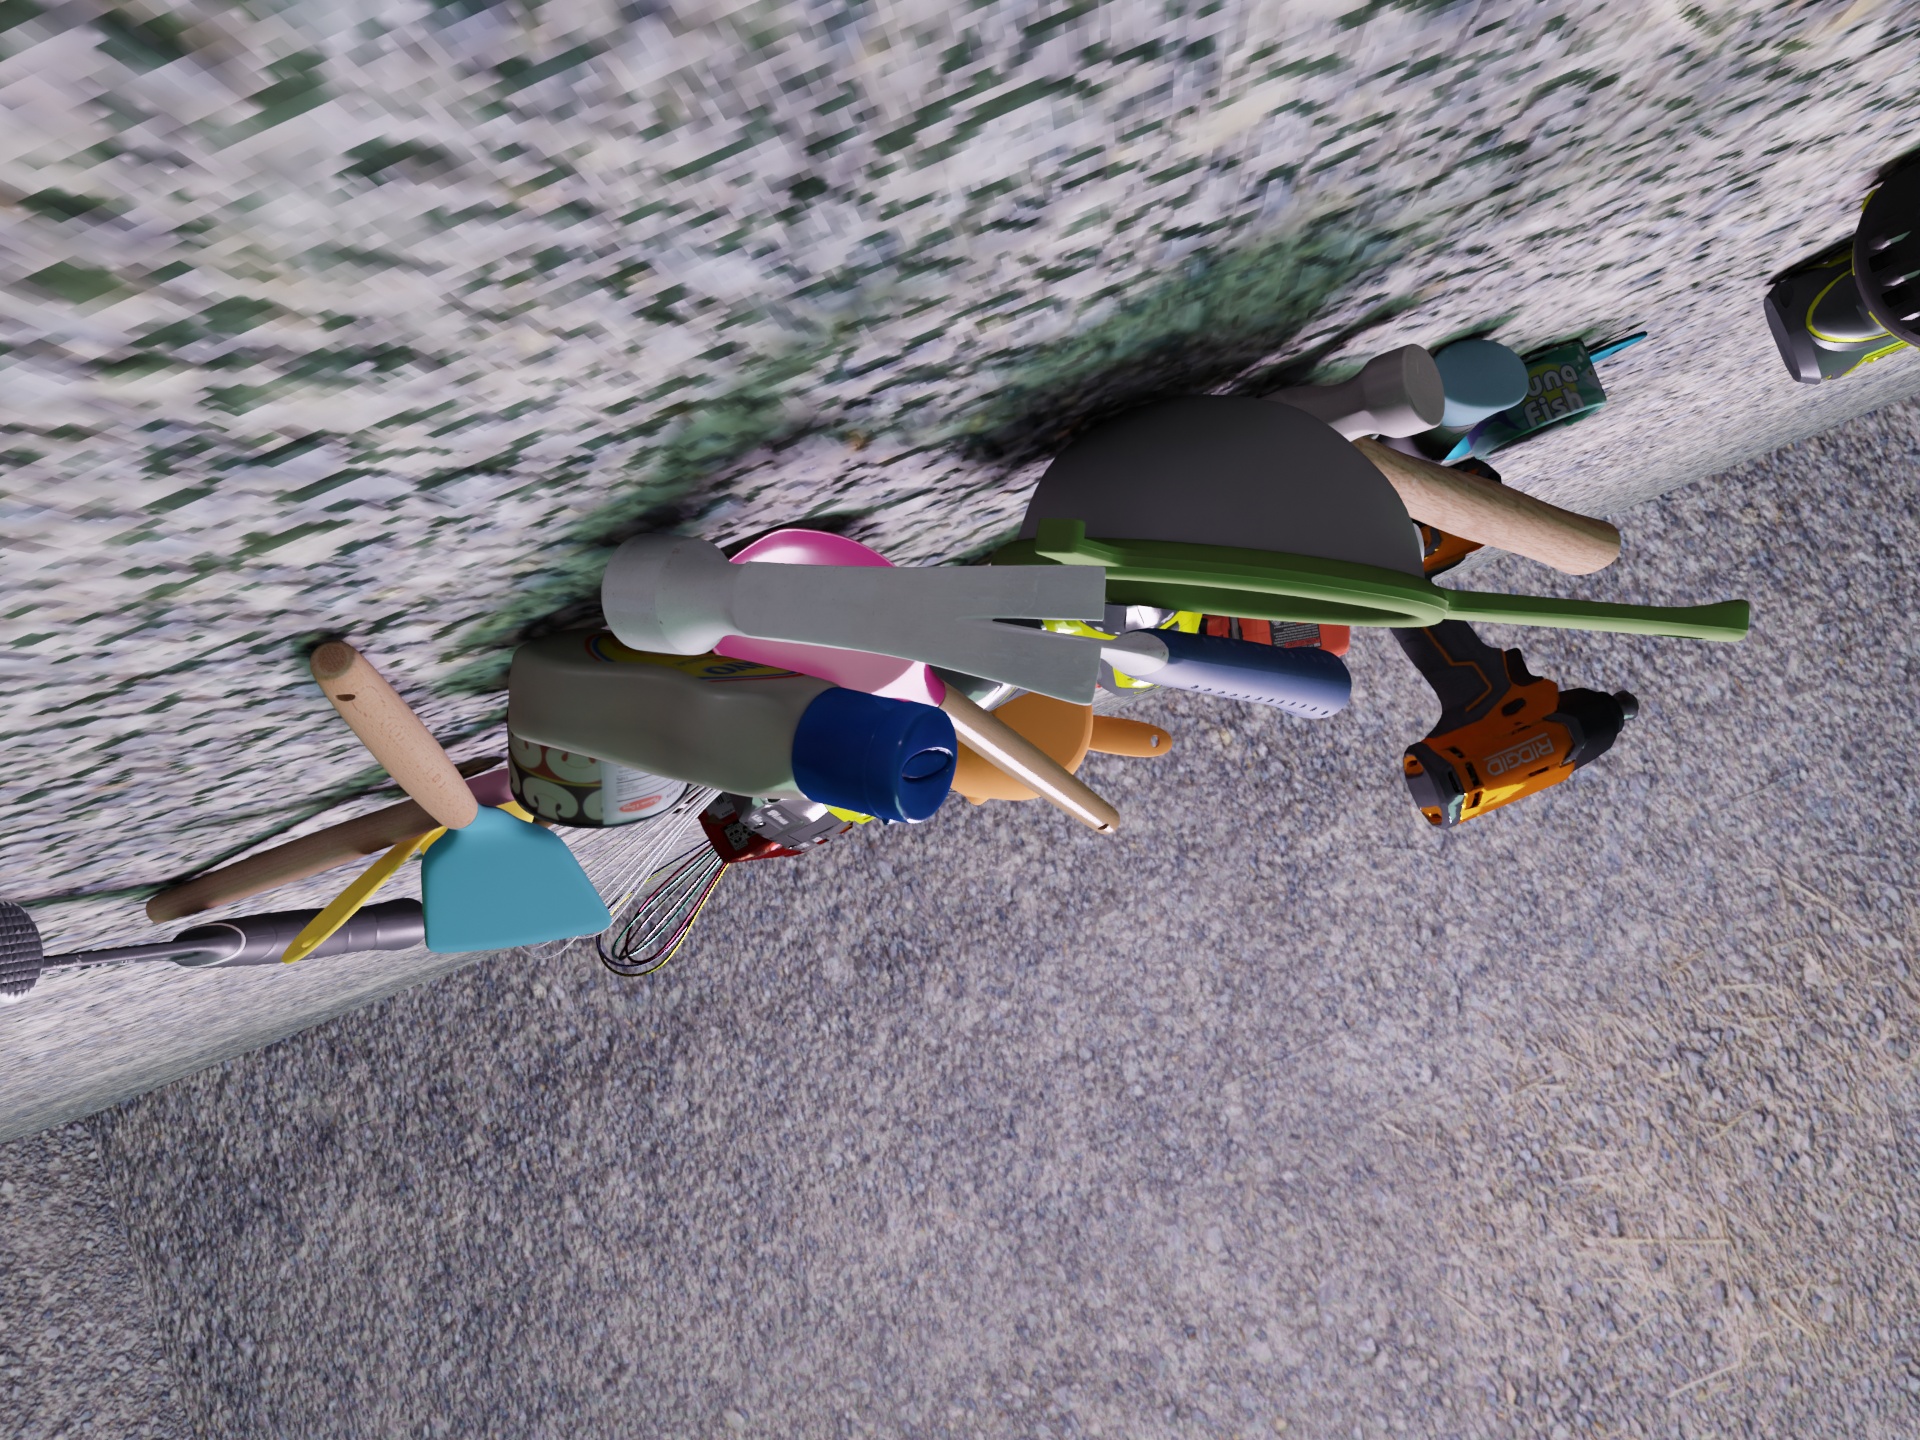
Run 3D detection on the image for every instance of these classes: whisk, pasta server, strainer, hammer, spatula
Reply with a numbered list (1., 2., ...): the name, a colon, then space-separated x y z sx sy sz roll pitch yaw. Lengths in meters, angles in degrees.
1. whisk: -0.160 0.088 1.112 0.245 0.047 0.051 -45 147 1
2. pasta server: -0.245 0.037 0.695 0.316 0.040 0.060 -19 177 22
3. strainer: 0.140 -0.068 0.532 0.256 0.069 0.151 5 -179 -3
4. hammer: 0.209 -0.117 0.797 0.128 0.033 0.331 -7 172 -1
5. whisk: -0.147 0.042 0.849 0.284 0.070 0.070 -35 171 22
6. hammer: -0.356 0.105 0.716 0.149 0.036 0.409 -14 174 7
7. spatula: -0.187 0.037 0.583 0.082 0.044 0.317 -7 164 -8
8. hammer: 0.213 -0.097 0.703 0.130 0.031 0.331 -13 168 41
9. hammer: 0.065 -0.023 0.578 0.144 0.035 0.405 8 -178 32

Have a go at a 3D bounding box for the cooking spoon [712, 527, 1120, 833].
1. cooking spoon: -0.001 -0.002 0.643 0.069 0.017 0.318 -34 148 13

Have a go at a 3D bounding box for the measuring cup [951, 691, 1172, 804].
1. measuring cup: 0.062 0.004 0.860 0.173 0.095 0.052 8 177 -33

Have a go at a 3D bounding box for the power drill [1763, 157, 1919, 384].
1. power drill: 0.463 -0.213 0.701 0.171 0.080 0.223 -22 180 22

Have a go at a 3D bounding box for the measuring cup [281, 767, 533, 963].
1. measuring cup: -0.244 0.070 0.709 0.062 0.029 0.157 -15 -158 26

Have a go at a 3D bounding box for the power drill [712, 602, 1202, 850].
1. power drill: 0.001 -0.028 0.709 0.228 0.080 0.190 -24 166 3

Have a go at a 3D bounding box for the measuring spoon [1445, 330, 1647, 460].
1. measuring spoon: 0.293 -0.163 0.819 0.128 0.021 0.042 -23 176 39

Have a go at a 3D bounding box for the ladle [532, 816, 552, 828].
1. ladle: -0.239 0.053 0.924 0.069 0.031 0.315 -22 175 -38

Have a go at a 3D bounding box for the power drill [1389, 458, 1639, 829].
1. power drill: 0.358 -0.058 1.095 0.164 0.226 0.084 -21 176 -5

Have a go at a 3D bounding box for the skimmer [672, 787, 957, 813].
1. skimmer: -0.100 0.022 1.218 0.127 0.090 0.363 -21 167 39
